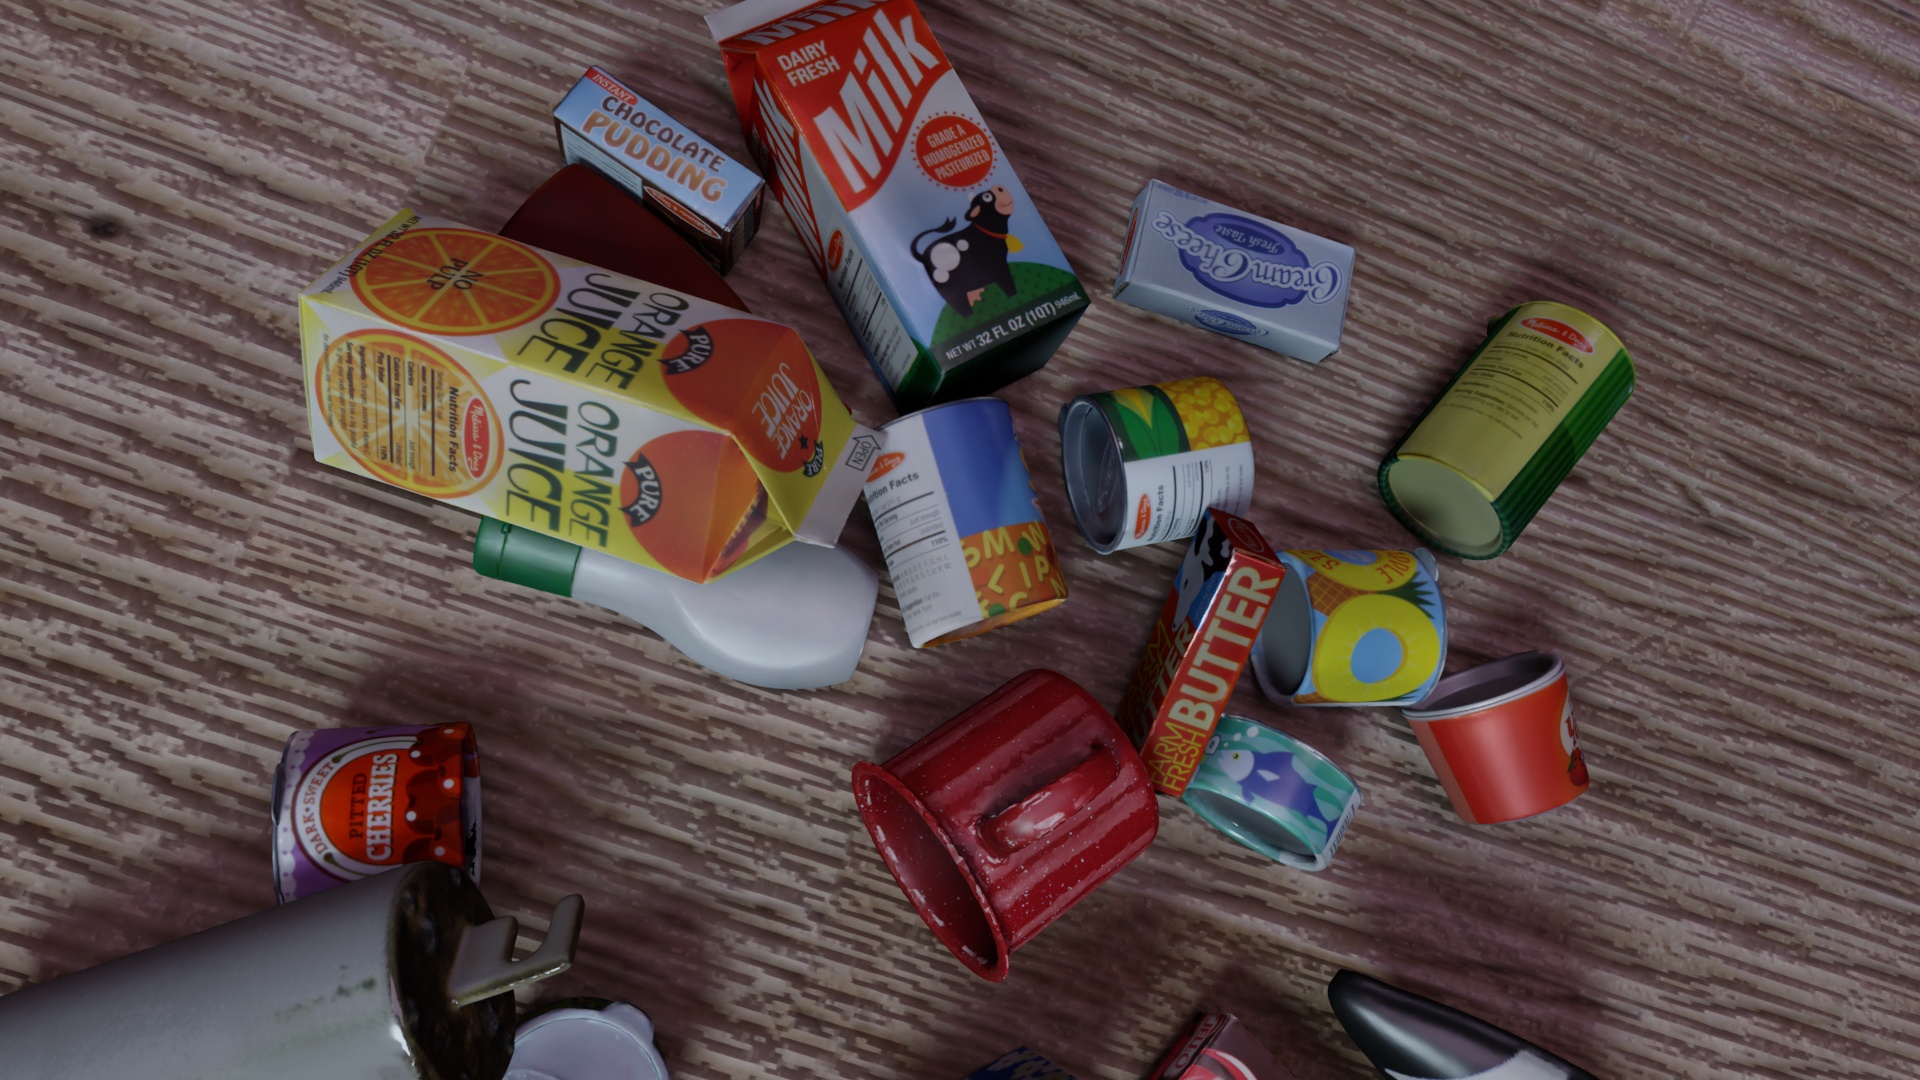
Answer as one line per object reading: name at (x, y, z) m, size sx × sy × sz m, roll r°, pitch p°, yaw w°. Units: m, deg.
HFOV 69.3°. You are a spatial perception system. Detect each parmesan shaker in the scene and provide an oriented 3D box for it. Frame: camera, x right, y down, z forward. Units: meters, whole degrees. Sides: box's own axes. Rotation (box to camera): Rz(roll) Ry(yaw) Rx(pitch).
parmesan shaker at (0.239, -0.049, 0.618) m, size 0.071 × 0.071 × 0.103 m, roll 44°, pitch 72°, yaw 0°

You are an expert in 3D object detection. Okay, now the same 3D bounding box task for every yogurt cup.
yogurt cup at (0.227, 0.084, 0.582) m, size 0.072 × 0.072 × 0.054 m, roll -21°, pitch 90°, yaw -17°

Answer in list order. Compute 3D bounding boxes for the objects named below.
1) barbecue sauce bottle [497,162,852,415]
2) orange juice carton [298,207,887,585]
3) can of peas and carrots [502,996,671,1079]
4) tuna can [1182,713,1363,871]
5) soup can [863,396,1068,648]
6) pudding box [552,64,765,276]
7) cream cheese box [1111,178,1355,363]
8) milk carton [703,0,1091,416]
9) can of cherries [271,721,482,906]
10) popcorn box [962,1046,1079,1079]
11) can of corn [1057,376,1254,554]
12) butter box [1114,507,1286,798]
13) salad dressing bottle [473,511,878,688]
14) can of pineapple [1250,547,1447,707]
barbecue sauce bottle at (-0.113, -0.082, 0.555) m, size 0.148 × 0.043 × 0.065 m, roll 37°, pitch 73°, yaw -3°
orange juice carton at (-0.127, -0.047, 0.500) m, size 0.193 × 0.072 × 0.072 m, roll 17°, pitch 39°, yaw 1°
can of peas and carrots at (-0.131, 0.190, 0.475) m, size 0.071 × 0.058 × 0.071 m, roll 3°, pitch 75°, yaw -13°
tuna can at (0.120, 0.099, 0.551) m, size 0.071 × 0.071 × 0.033 m, roll 34°, pitch 72°, yaw -3°
soup can at (0.002, -0.007, 0.552) m, size 0.071 × 0.071 × 0.084 m, roll -15°, pitch 81°, yaw -16°
pudding box at (-0.122, -0.149, 0.566) m, size 0.084 × 0.049 × 0.030 m, roll 34°, pitch 74°, yaw -2°
cream cheese box at (0.125, -0.121, 0.629) m, size 0.104 × 0.024 × 0.053 m, roll 16°, pitch 74°, yaw -9°
milk carton at (-0.031, -0.151, 0.575) m, size 0.072 × 0.073 × 0.190 m, roll -28°, pitch 84°, yaw -17°
can of cherries at (-0.197, 0.096, 0.476) m, size 0.058 × 0.071 × 0.071 m, roll -2°, pitch 77°, yaw -13°
popcorn box at (0.011, 0.216, 0.465) m, size 0.085 × 0.126 × 0.038 m, roll -25°, pitch 86°, yaw -17°
can of corn at (0.080, -0.034, 0.576) m, size 0.058 × 0.071 × 0.071 m, roll -10°, pitch 79°, yaw -16°
butter box at (0.091, 0.043, 0.542) m, size 0.024 × 0.053 × 0.103 m, roll 19°, pitch 106°, yaw -7°
salad dressing bottle at (-0.108, 0.014, 0.533) m, size 0.148 × 0.044 × 0.064 m, roll 16°, pitch 69°, yaw -7°
can of pineapple at (0.158, 0.034, 0.575) m, size 0.058 × 0.071 × 0.071 m, roll 0°, pitch 77°, yaw -12°
